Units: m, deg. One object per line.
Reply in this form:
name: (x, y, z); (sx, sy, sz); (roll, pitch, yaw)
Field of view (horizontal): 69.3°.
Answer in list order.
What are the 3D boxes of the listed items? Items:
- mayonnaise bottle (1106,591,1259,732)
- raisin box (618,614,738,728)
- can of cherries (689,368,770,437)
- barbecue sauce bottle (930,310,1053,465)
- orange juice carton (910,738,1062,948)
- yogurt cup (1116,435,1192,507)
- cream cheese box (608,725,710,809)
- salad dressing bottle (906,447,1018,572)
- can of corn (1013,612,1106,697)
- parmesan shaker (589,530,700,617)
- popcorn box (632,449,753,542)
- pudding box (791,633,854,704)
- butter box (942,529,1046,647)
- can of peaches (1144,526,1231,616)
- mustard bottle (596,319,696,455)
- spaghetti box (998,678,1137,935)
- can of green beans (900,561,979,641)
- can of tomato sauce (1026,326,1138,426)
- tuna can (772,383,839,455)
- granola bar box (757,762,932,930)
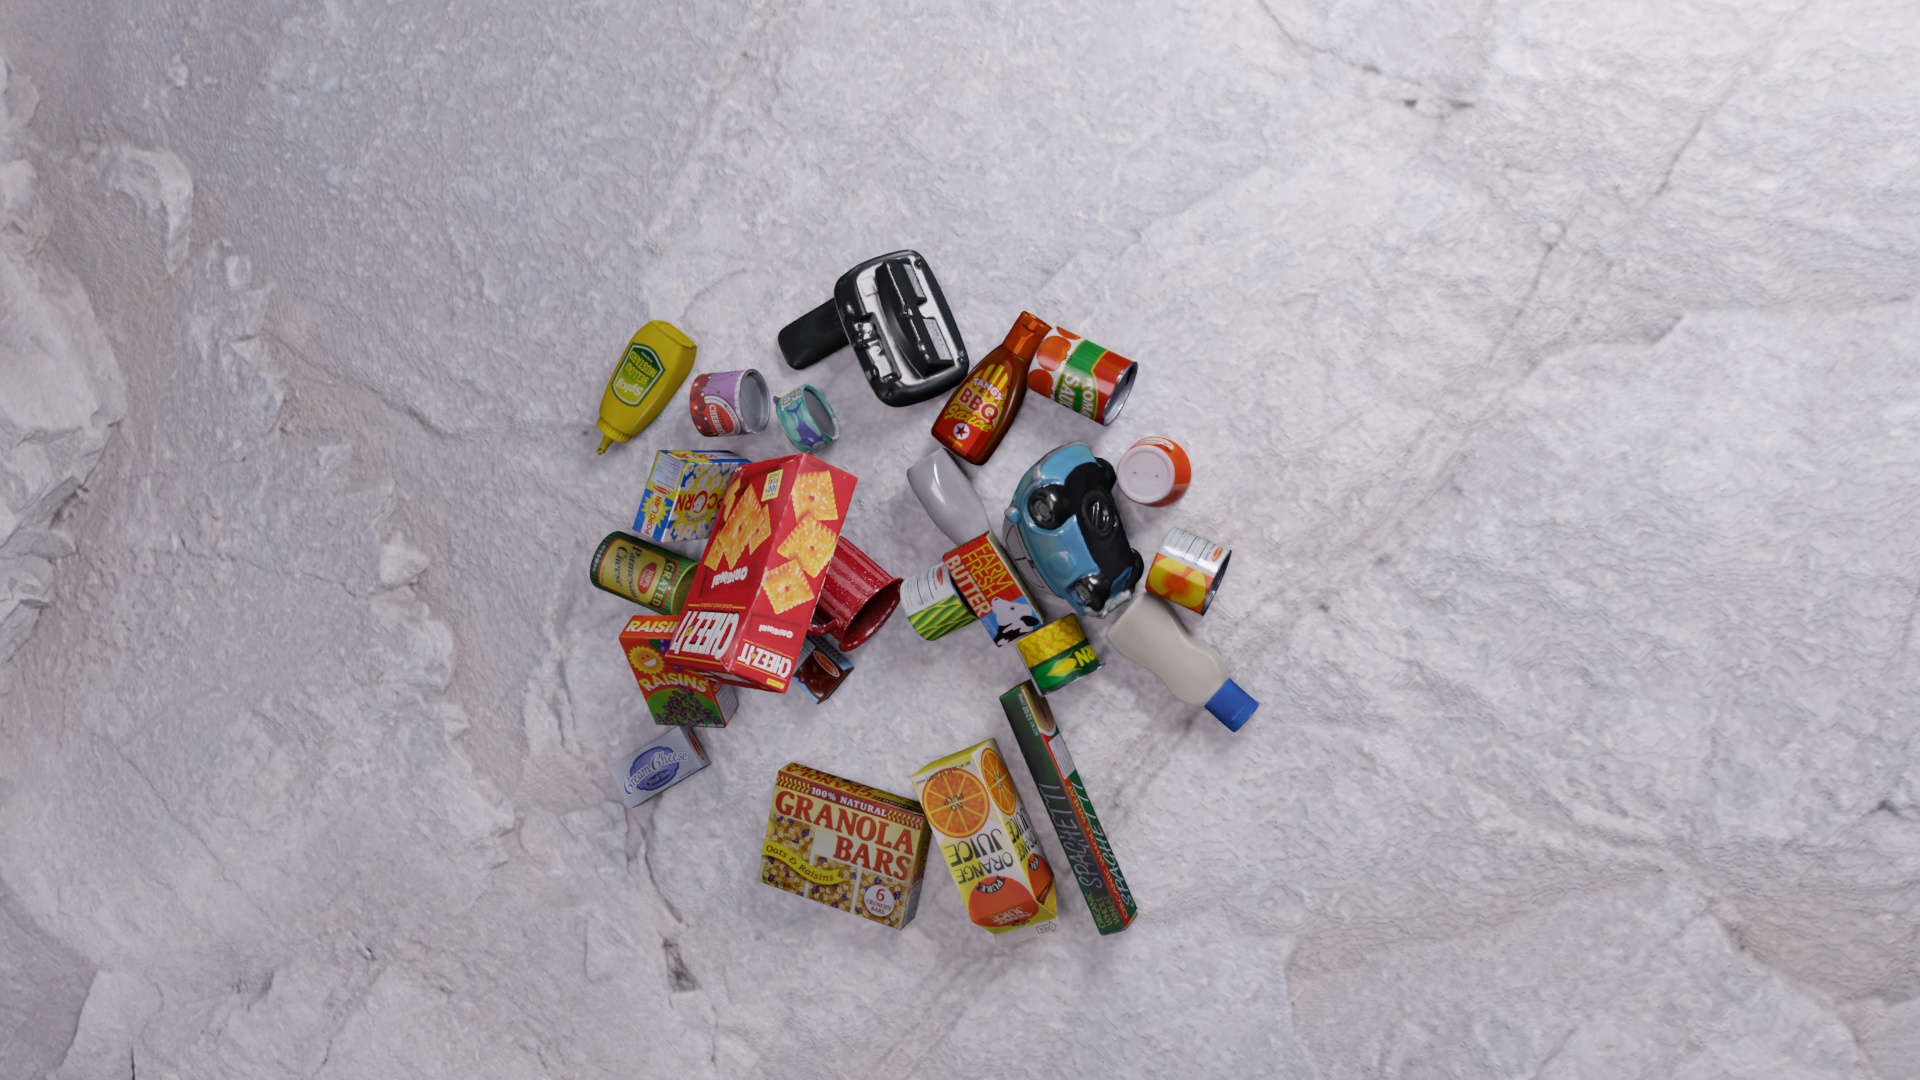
mayonnaise bottle: (0.209, 0.116, 1.290); (0.148, 0.041, 0.064); (42, 107, 10)
raisin box: (-0.289, 0.134, 1.430); (0.086, 0.040, 0.122); (0, 127, 20)
can of cherries: (-0.233, -0.137, 1.401); (0.058, 0.071, 0.071); (-3, 94, 19)
barbecue sauce bottle: (0.035, -0.147, 1.325); (0.065, 0.044, 0.148); (37, 104, 14)
orange juice carton: (0.030, 0.298, 1.347); (0.071, 0.073, 0.192); (-25, 87, 19)
yogurt cup: (0.176, -0.062, 1.279); (0.072, 0.054, 0.072); (2, 96, 19)
cream cheese box: (-0.323, 0.241, 1.487); (0.103, 0.024, 0.053); (-31, 83, 18)
salad dressing bottle: (0.005, -0.017, 1.339); (0.044, 0.064, 0.147); (-31, 92, 30)
can of corn: (0.093, 0.107, 1.314); (0.071, 0.071, 0.058); (-29, 85, 19)
parmesan shaker: (-0.327, 0.039, 1.449); (0.103, 0.071, 0.071); (20, 101, 16)
popcorn box: (-0.265, -0.046, 1.390); (0.038, 0.127, 0.085); (25, 102, 20)
pudding box: (-0.156, 0.121, 1.418); (0.084, 0.030, 0.049); (43, 105, 11)
butter box: (0.032, 0.045, 1.310); (0.053, 0.024, 0.103); (-30, 101, 17)
can of peaches: (0.207, 0.029, 1.270); (0.058, 0.071, 0.071); (25, 102, 15)
mustard bottle: (-0.338, -0.151, 1.447); (0.065, 0.049, 0.160); (38, 105, 14)
spaghetti box: (0.104, 0.254, 1.331); (0.028, 0.050, 0.250); (-25, 87, 21)
can of green beans: (-0.017, 0.057, 1.347); (0.057, 0.071, 0.071); (-27, 86, 20)
can of tomato sauce: (0.111, -0.151, 1.285); (0.083, 0.071, 0.071); (28, 103, 15)
tuna can: (-0.152, -0.122, 1.376); (0.033, 0.071, 0.071); (-28, 85, 17)
granola bar box: (-0.117, 0.310, 1.416); (0.165, 0.039, 0.124); (14, 98, 17)
